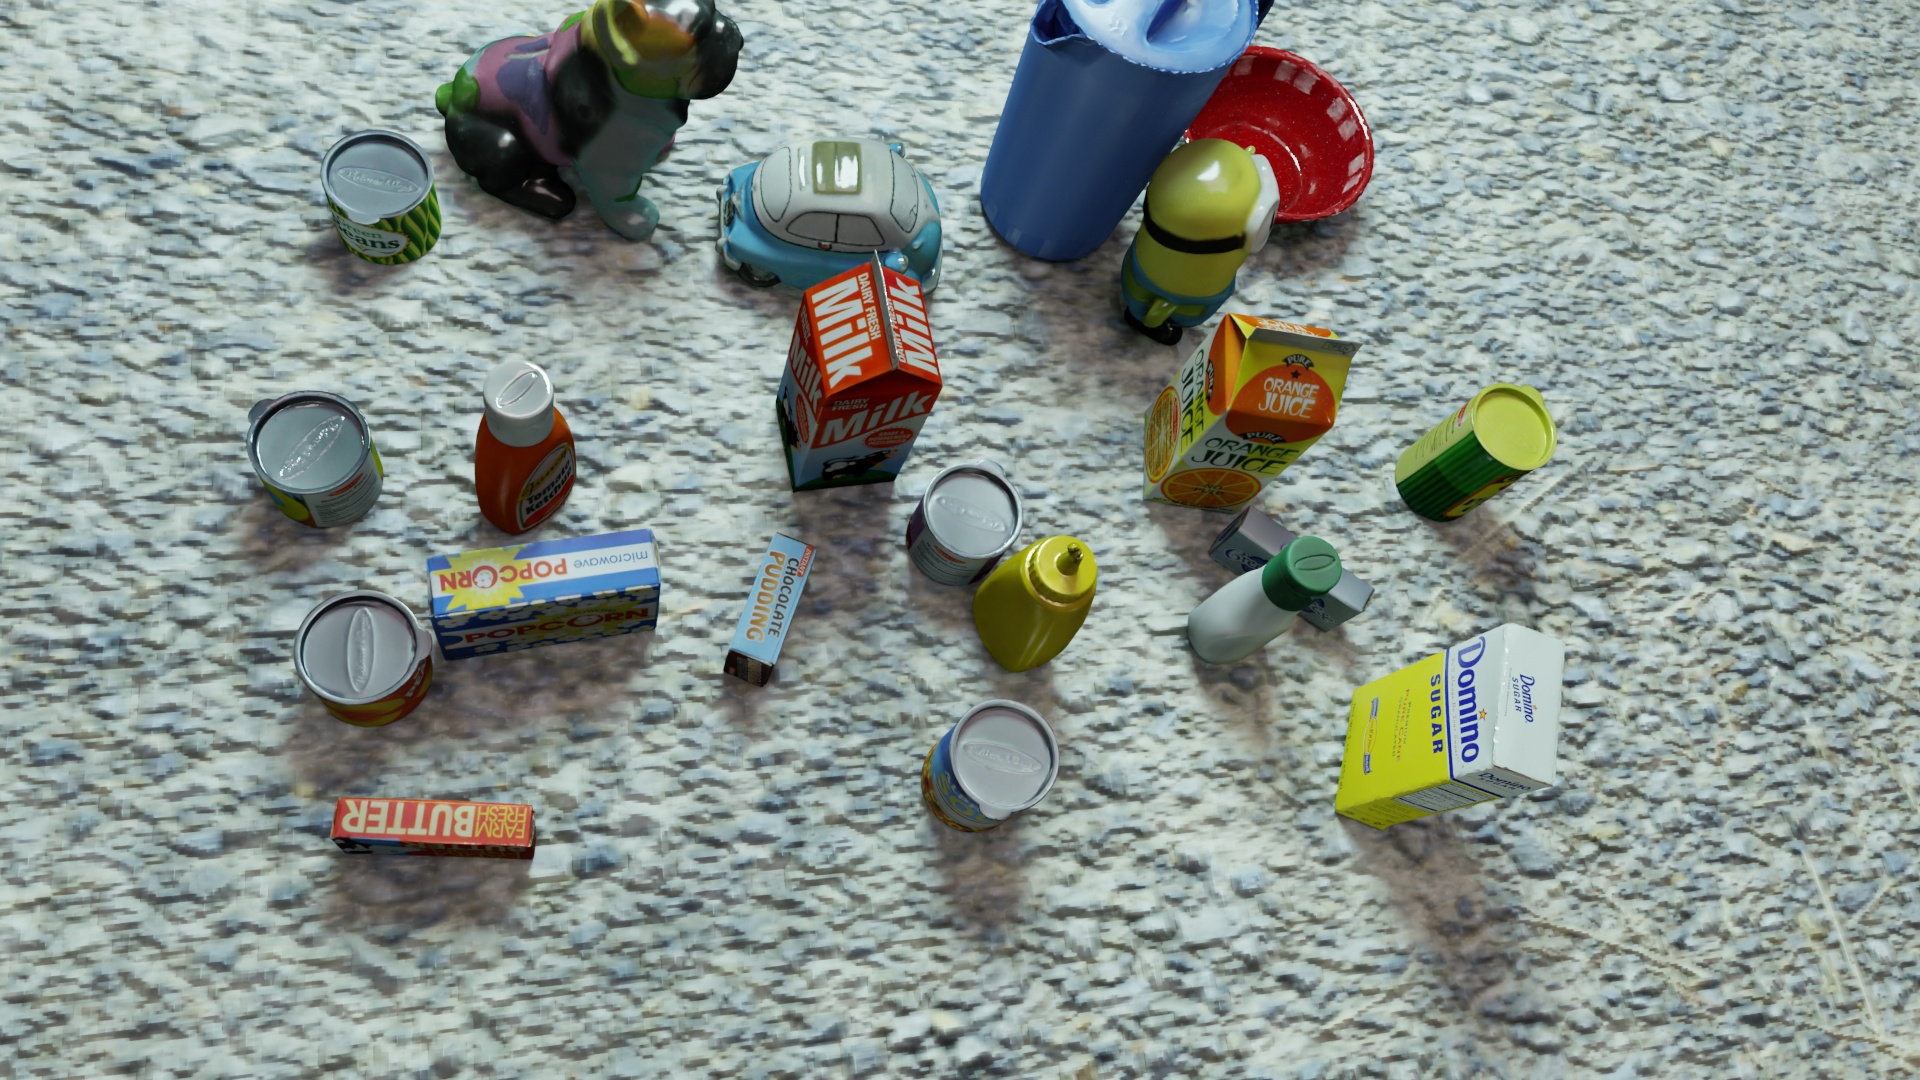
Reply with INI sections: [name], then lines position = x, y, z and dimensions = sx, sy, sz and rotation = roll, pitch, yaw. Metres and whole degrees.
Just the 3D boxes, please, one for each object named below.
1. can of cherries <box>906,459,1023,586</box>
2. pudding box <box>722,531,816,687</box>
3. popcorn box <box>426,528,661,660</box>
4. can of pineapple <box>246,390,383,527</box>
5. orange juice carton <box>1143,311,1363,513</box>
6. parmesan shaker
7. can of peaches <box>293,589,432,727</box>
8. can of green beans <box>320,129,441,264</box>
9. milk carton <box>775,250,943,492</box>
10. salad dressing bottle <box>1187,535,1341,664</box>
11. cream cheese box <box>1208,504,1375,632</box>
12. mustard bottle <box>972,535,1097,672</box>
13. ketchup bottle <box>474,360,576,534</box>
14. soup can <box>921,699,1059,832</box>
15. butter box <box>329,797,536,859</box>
[can of cherries]
position = 0.003, -0.011, 0.910
dimensions = 0.071, 0.058, 0.072
rotation = 5, 68, -13
[pudding box]
position = -0.118, 0.043, 0.861
dimensions = 0.030, 0.049, 0.084
rotation = 21, 65, -6
[popcorn box]
position = -0.241, 0.032, 0.813
dimensions = 0.127, 0.085, 0.038
rotation = -8, 72, -17
[can of pineapple]
position = -0.382, -0.049, 0.824
dimensions = 0.071, 0.057, 0.071
rotation = 5, 68, -13
[orange juice carton]
position = 0.187, -0.089, 0.915
dimensions = 0.072, 0.192, 0.073
rotation = 8, 67, -11
[parmesan shaker]
position = 0.371, -0.063, 1.002
dimensions = 0.071, 0.102, 0.071
rotation = 5, 68, -13
[can of peaches]
position = -0.335, 0.068, 0.790
dimensions = 0.071, 0.057, 0.071
rotation = 5, 68, -13
[can of green beans]
position = -0.372, -0.220, 0.895
dimensions = 0.071, 0.057, 0.071
rotation = 5, 68, -13
[milk carton]
position = -0.063, -0.099, 0.855
dimensions = 0.073, 0.189, 0.072
rotation = -7, 71, -17
[salad dressing bottle]
position = 0.194, 0.039, 0.890
dimensions = 0.064, 0.147, 0.044
rotation = -8, 72, -17
[cream cheese box]
position = 0.227, 0.021, 0.958
dimensions = 0.104, 0.053, 0.024
rotation = 34, 65, 0
[mustard bottle]
position = 0.051, 0.033, 0.849
dimensions = 0.049, 0.159, 0.065
rotation = -27, 78, -22
[ketchup bottle]
position = -0.255, -0.056, 0.810
dimensions = 0.043, 0.148, 0.065
rotation = 38, 65, 2
[soup can]
position = 0.015, 0.140, 0.838
dimensions = 0.071, 0.083, 0.071
rotation = 5, 68, -13
[butter box]
position = -0.288, 0.160, 0.768
dimensions = 0.103, 0.053, 0.024
rotation = 5, 68, -13
